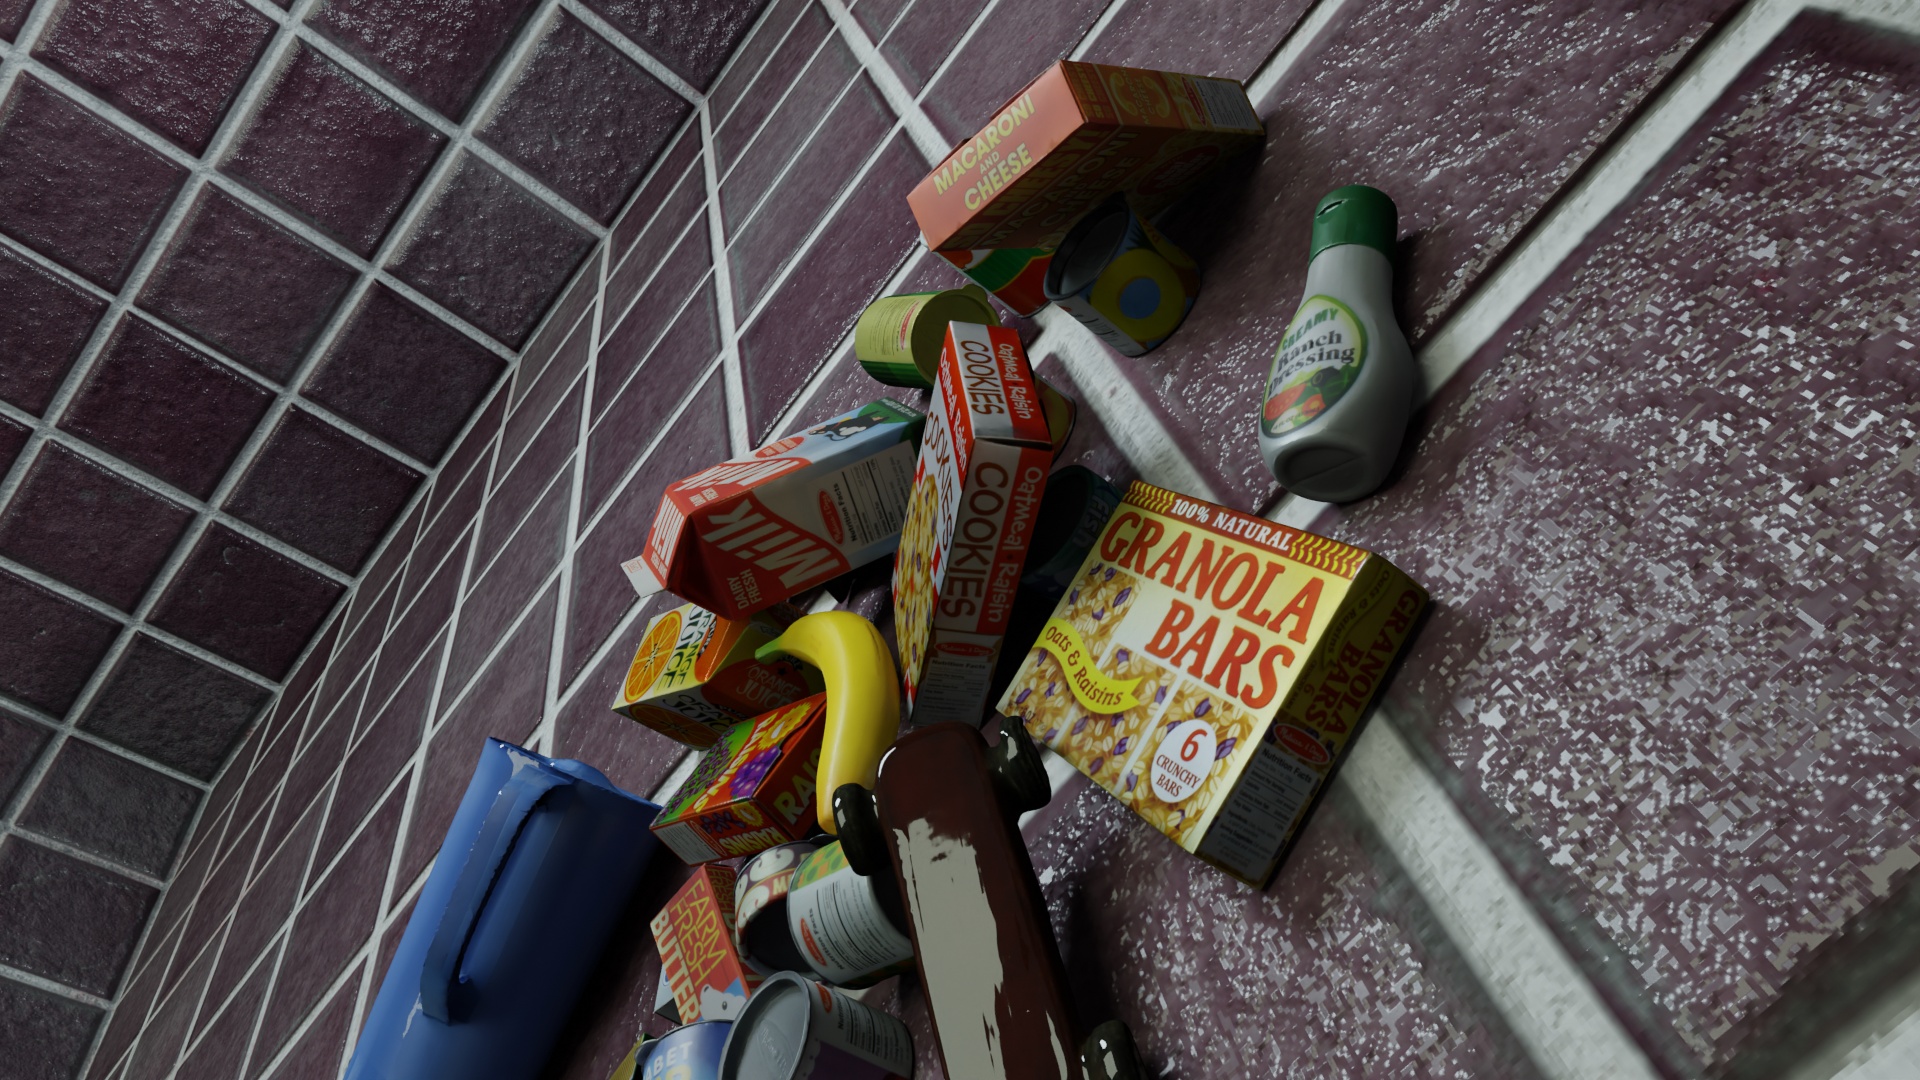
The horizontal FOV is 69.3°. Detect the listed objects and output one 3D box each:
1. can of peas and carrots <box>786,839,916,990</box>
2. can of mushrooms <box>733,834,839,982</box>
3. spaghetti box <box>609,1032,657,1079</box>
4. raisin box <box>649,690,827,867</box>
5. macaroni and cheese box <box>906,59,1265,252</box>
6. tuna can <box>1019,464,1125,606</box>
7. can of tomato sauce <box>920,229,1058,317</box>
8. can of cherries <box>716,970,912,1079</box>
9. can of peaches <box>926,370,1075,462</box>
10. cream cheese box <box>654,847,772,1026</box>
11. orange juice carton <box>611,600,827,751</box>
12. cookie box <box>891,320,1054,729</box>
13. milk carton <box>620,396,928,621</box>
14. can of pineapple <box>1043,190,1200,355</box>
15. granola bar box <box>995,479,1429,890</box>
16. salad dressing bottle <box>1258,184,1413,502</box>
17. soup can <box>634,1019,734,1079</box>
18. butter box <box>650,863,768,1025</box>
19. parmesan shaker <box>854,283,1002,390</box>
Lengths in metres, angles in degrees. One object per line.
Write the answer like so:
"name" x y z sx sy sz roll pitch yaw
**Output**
"can of peas and carrots" -0.033 0.159 0.621 0.058 0.071 0.071 -34 34 38
"can of mushrooms" -0.074 0.177 0.667 0.071 0.071 0.033 -48 28 18
"spaghetti box" -0.164 0.315 0.637 0.050 0.028 0.250 -55 10 6
"raisin box" -0.113 0.135 0.788 0.123 0.040 0.086 -24 21 48
"macaroni and cheese box" 0.070 -0.207 0.762 0.123 0.167 0.040 -31 78 43
"tuna can" 0.056 -0.002 0.686 0.070 0.033 0.071 -41 30 30
"can of tomato sauce" 0.027 -0.196 0.897 0.071 0.083 0.071 -41 30 31
"can of cherries" -0.064 0.230 0.601 0.071 0.058 0.072 -40 32 31
"can of peaches" 0.021 -0.069 0.792 0.071 0.058 0.071 -40 30 30
"cream cheese box" -0.126 0.218 0.761 0.103 0.024 0.054 -42 28 27
"orange juice carton" -0.145 0.082 0.893 0.192 0.072 0.073 -19 45 52
"cookie box" 0.002 -0.009 0.697 0.123 0.040 0.166 -101 21 -56
"milk carton" -0.105 -0.014 0.823 0.191 0.073 0.072 -24 22 -16
"can of pineapple" 0.090 -0.145 0.760 0.070 0.058 0.071 -40 31 30
"granola bar box" 0.093 0.048 0.558 0.124 0.039 0.166 -59 26 -2
"salad dressing bottle" 0.161 -0.087 0.587 0.064 0.044 0.148 -27 38 47
"soup can" -0.115 0.271 0.626 0.071 0.071 0.084 -47 28 20
"butter box" -0.122 0.222 0.707 0.053 0.024 0.104 -48 49 21
"parmesan shaker" -0.022 -0.137 0.934 0.071 0.071 0.103 -60 25 -6
